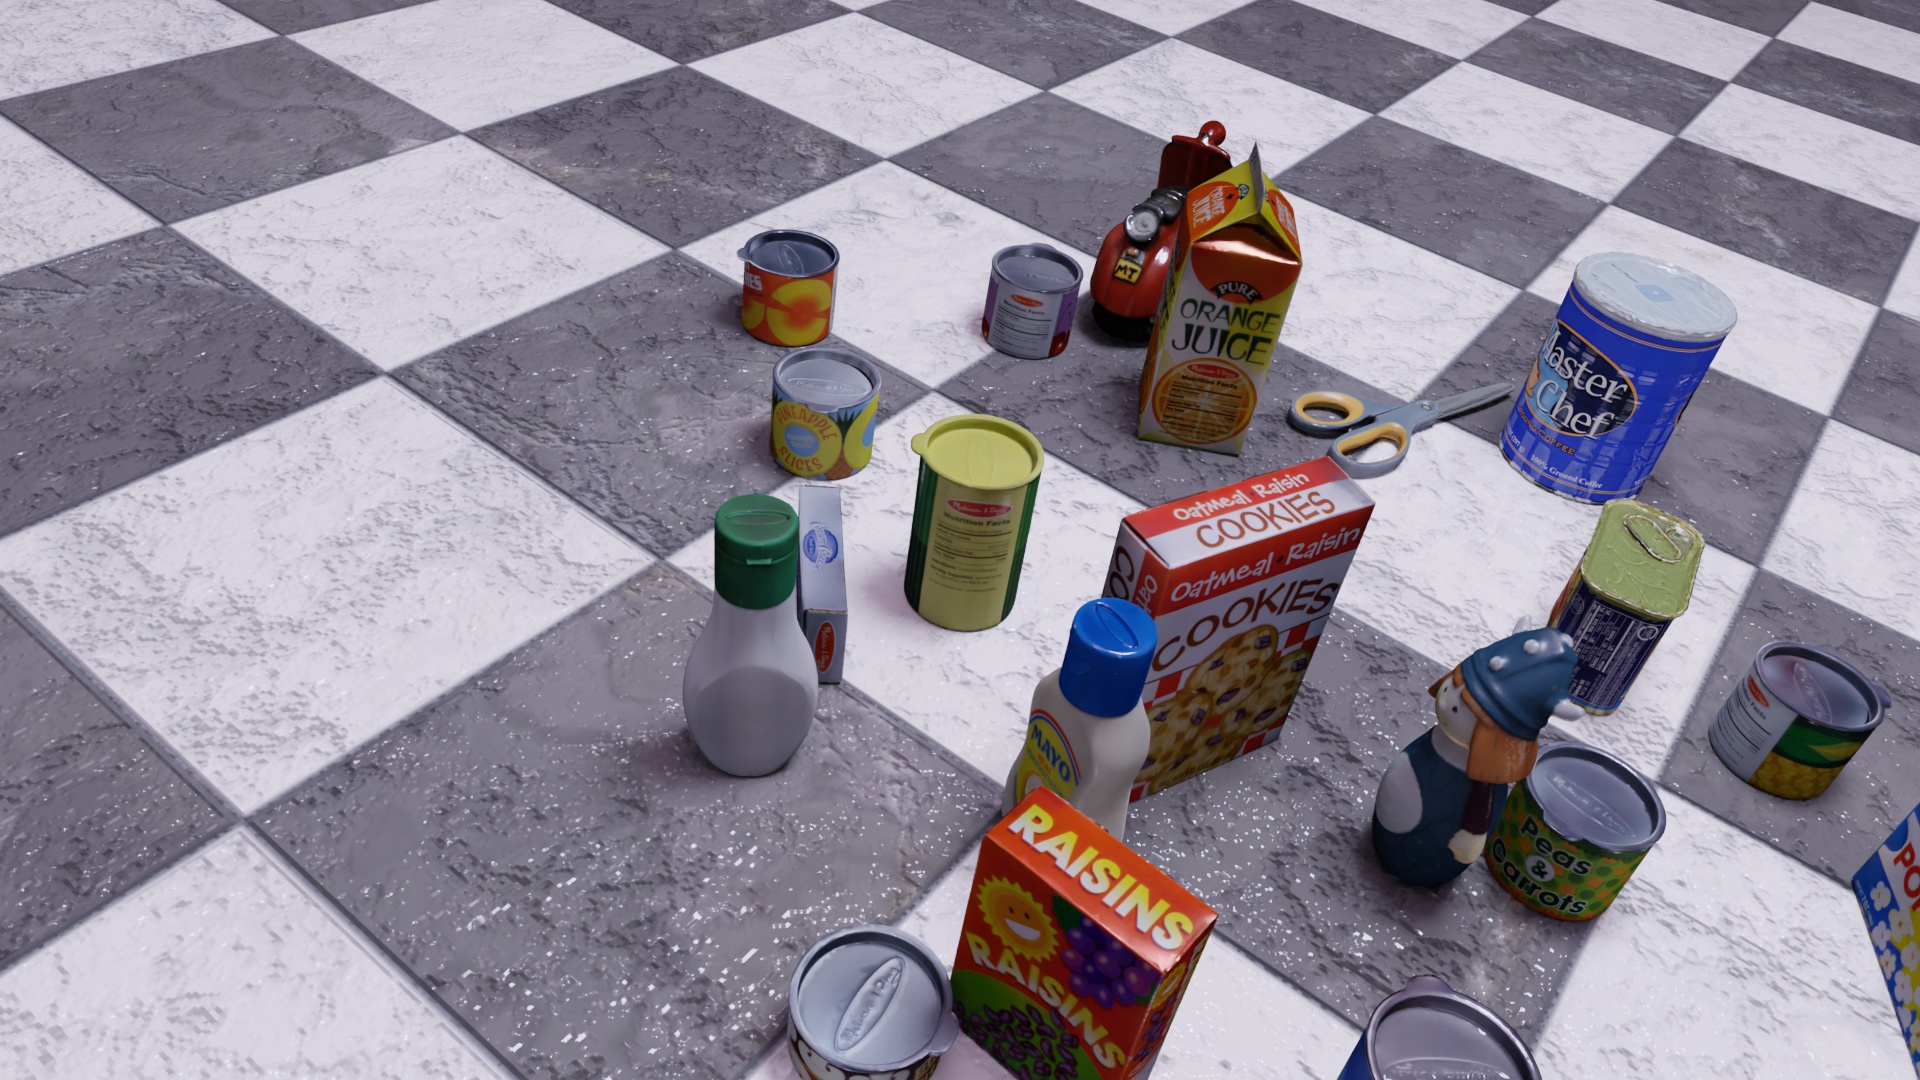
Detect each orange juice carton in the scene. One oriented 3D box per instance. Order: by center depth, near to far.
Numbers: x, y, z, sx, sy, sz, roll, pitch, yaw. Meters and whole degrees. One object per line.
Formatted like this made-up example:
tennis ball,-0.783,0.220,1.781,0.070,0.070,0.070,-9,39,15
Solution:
orange juice carton,0.170,-0.156,0.903,0.073,0.191,0.072,10,40,0

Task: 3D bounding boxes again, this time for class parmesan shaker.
parmesan shaker,0.003,-0.010,0.764,0.071,0.102,0.072,6,40,-5

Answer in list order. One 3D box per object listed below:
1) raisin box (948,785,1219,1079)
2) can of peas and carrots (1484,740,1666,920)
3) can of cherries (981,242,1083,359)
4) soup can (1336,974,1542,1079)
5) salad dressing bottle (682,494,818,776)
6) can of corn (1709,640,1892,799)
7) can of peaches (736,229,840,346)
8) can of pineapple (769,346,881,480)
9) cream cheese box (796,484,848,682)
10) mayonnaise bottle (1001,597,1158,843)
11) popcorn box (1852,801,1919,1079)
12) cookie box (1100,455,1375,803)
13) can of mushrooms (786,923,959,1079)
raisin box,0.043,0.167,0.546,0.086,0.122,0.040,34,45,26
can of peas and carrots,0.296,0.143,0.676,0.071,0.058,0.071,6,40,-5
can of cherries,0.052,-0.174,1.005,0.071,0.058,0.072,6,40,-5
soup can,0.177,0.222,0.538,0.071,0.083,0.072,6,40,-5
salad dressing bottle,-0.096,0.046,0.644,0.064,0.146,0.044,0,41,-12
can of corn,0.459,0.099,0.762,0.071,0.058,0.071,6,40,-5
can of peaches,-0.122,-0.177,0.974,0.071,0.057,0.071,6,40,-5
can of pineapple,-0.086,-0.078,0.863,0.071,0.057,0.071,6,40,-5
cream cheese box,-0.076,0.022,0.749,0.024,0.053,0.104,2,40,-10
mayonnaise bottle,0.054,0.090,0.620,0.041,0.147,0.065,-15,46,-27
popcorn box,0.468,0.185,0.640,0.038,0.084,0.127,14,40,5
cookie box,0.119,0.047,0.670,0.123,0.166,0.040,-16,46,-28
can of mushrooms,-0.036,0.195,0.567,0.071,0.033,0.071,6,40,-5
